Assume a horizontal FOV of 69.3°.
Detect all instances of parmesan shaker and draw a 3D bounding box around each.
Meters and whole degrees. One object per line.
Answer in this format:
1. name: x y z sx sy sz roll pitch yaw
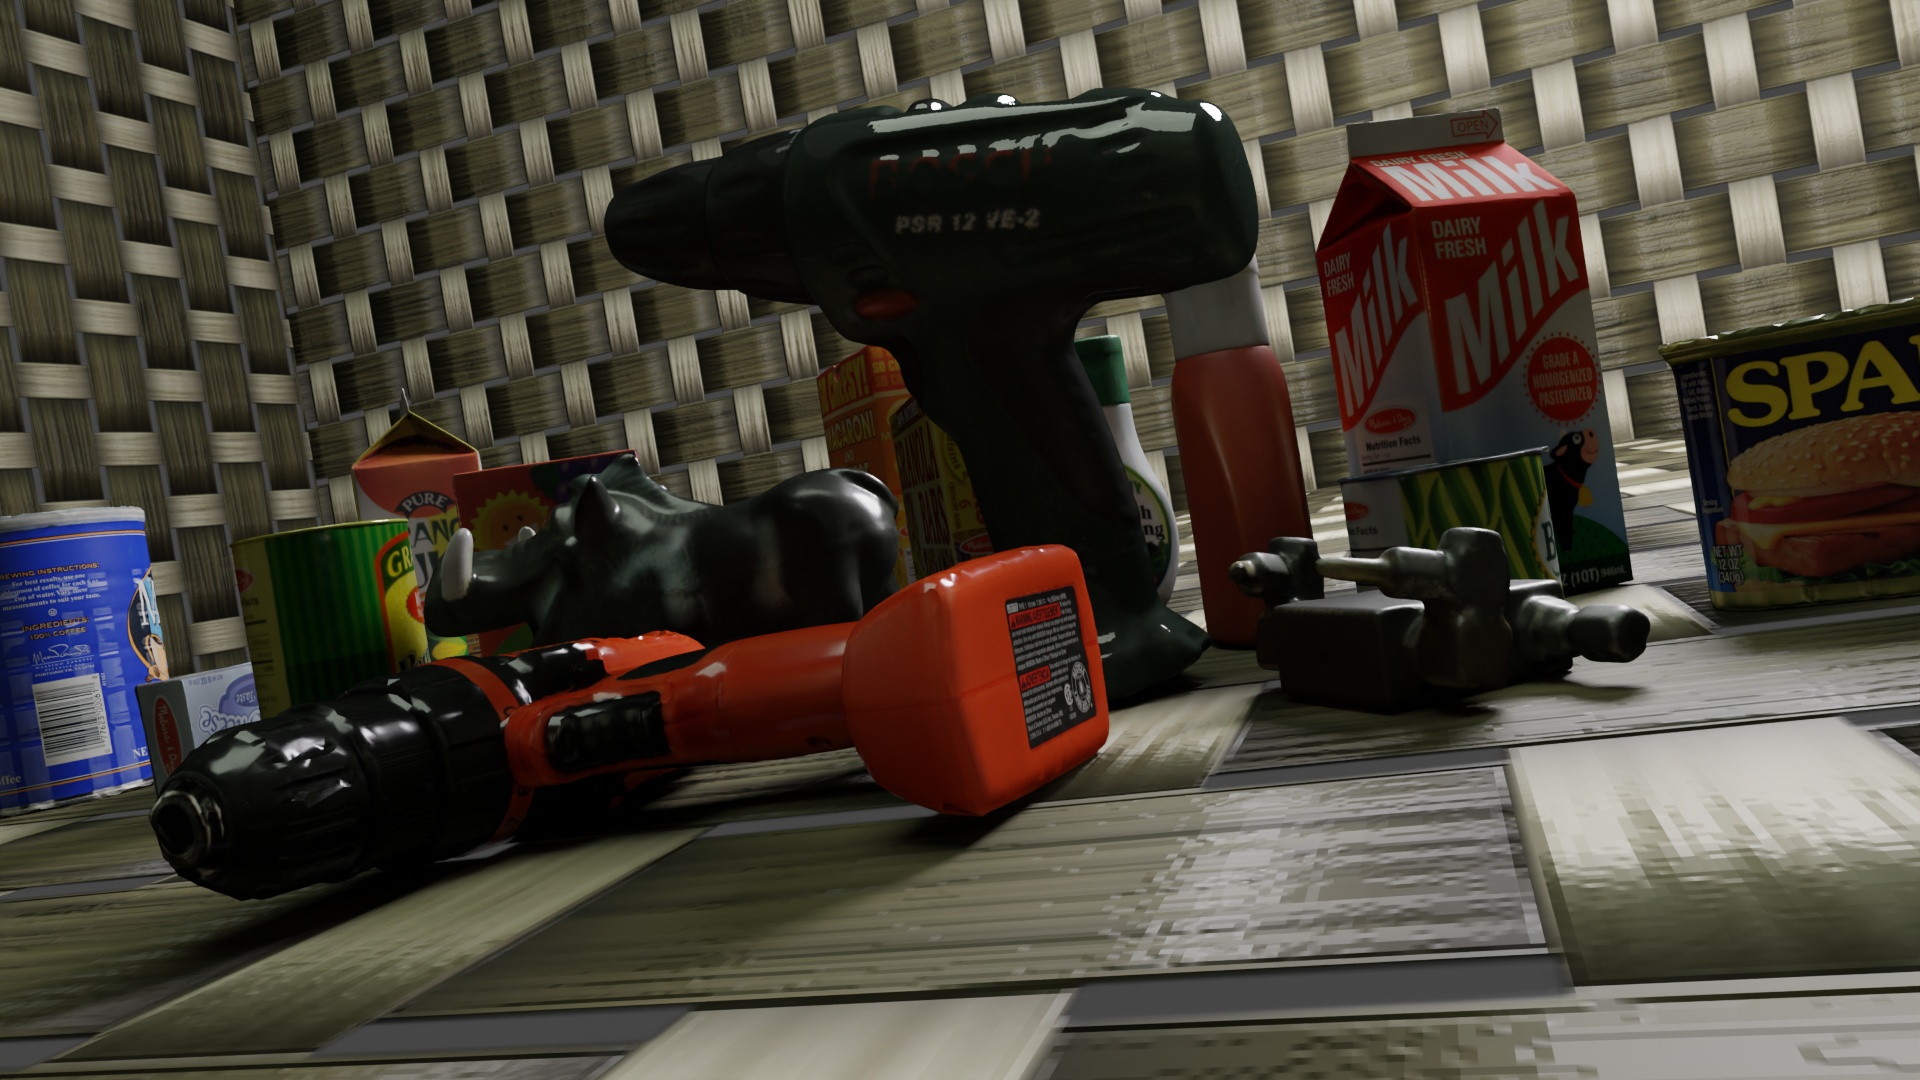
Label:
1. parmesan shaker: -0.250 0.047 0.562 0.071 0.103 0.071 -10 1 0

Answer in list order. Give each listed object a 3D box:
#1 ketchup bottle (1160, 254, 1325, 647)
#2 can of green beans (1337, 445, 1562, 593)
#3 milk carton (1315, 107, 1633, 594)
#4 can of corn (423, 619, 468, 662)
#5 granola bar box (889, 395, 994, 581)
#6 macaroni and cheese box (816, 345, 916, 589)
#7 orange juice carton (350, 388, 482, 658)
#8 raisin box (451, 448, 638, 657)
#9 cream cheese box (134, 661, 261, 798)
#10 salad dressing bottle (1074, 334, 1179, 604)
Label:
1. ketchup bottle: 0.106 -0.035 0.535 0.043 0.148 0.064 -10 1 -5
2. can of green beans: 0.166 0.002 0.470 0.071 0.058 0.071 -10 1 0
3. milk carton: 0.195 -0.072 0.542 0.072 0.190 0.073 -10 1 -15
4. can of corn: -0.285 0.072 0.709 0.071 0.058 0.071 -10 1 0
5. granola bar box: 0.002 -0.008 0.647 0.039 0.124 0.165 -10 1 -8
6. macaroni and cheese box: -0.042 -0.026 0.815 0.040 0.166 0.123 -10 1 -19
7. orange juice carton: -0.321 0.007 0.837 0.073 0.192 0.071 -10 1 -22
8. raisin box: -0.185 0.023 0.657 0.086 0.123 0.040 -10 1 -12
9. cream cheese box: -0.329 0.084 0.633 0.024 0.053 0.104 -10 1 4
10. salad dressing bottle: 0.079 -0.035 0.750 0.064 0.147 0.044 -10 1 -2
